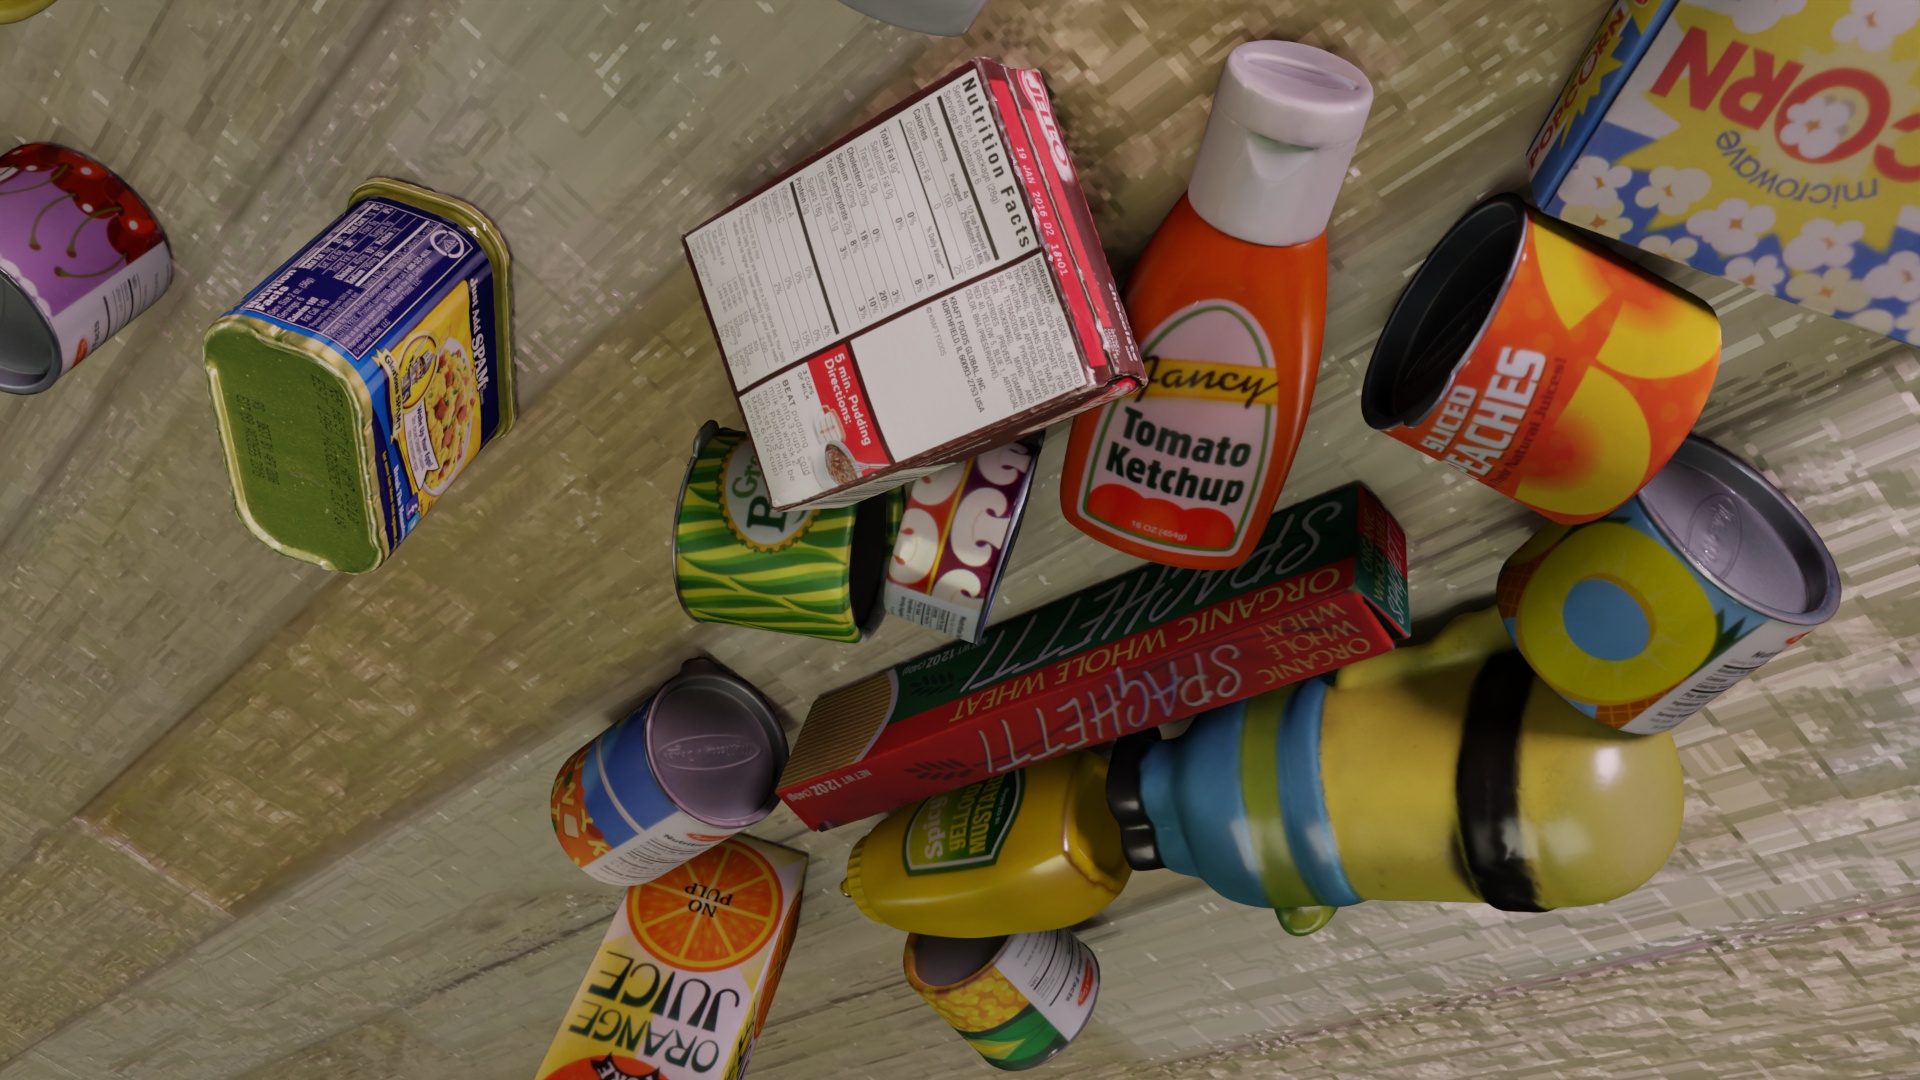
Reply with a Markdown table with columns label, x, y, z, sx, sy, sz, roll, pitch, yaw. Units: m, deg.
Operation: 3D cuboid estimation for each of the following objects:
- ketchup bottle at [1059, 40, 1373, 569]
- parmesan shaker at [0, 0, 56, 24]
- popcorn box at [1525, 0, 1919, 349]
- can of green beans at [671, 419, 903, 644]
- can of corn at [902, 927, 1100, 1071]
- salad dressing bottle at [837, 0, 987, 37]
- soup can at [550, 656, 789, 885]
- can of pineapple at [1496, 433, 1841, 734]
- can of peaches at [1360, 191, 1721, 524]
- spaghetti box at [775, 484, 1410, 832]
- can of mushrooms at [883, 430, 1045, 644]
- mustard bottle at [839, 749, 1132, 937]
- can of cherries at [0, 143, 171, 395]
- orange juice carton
| label | x | y | z | sx | sy | sz | roll | pitch | yaw |
| --- | --- | --- | --- | --- | --- | --- | --- | --- | --- |
| ketchup bottle | 0.071 | -0.059 | 0.380 | 0.065 | 0.044 | 0.148 | 16 | 133 | 5 |
| parmesan shaker | -0.298 | -0.190 | 0.369 | 0.103 | 0.072 | 0.071 | 27 | 134 | -6 |
| popcorn box | 0.205 | -0.094 | 0.306 | 0.127 | 0.038 | 0.084 | 20 | 133 | 1 |
| can of green beans | -0.055 | -0.002 | 0.459 | 0.058 | 0.071 | 0.071 | 7 | 132 | 12 |
| can of corn | 0.015 | 0.185 | 0.603 | 0.071 | 0.071 | 0.058 | -22 | 120 | 33 |
| salad dressing bottle | -0.048 | -0.177 | 0.316 | 0.147 | 0.044 | 0.064 | 33 | 135 | -10 |
| soup can | -0.121 | 0.097 | 0.574 | 0.071 | 0.072 | 0.083 | 40 | 132 | -18 |
| can of pineapple | 0.193 | 0.011 | 0.387 | 0.071 | 0.071 | 0.057 | 26 | 134 | -5 |
| can of peaches | 0.144 | -0.043 | 0.350 | 0.058 | 0.071 | 0.071 | 26 | 134 | -7 |
| spaghetti box | 0.035 | 0.048 | 0.484 | 0.249 | 0.050 | 0.028 | -24 | 120 | 34 |
| can of mushrooms | 0.002 | -0.006 | 0.439 | 0.033 | 0.071 | 0.070 | 18 | 134 | 4 |
| mustard bottle | -0.001 | 0.129 | 0.562 | 0.159 | 0.066 | 0.048 | -26 | 123 | 39 |
| can of cherries | -0.319 | -0.095 | 0.472 | 0.071 | 0.059 | 0.071 | 10 | 134 | 11 |
| orange juice carton | -0.131 | 0.222 | 0.598 | 0.073 | 0.194 | 0.071 | 16 | 133 | 4 |
